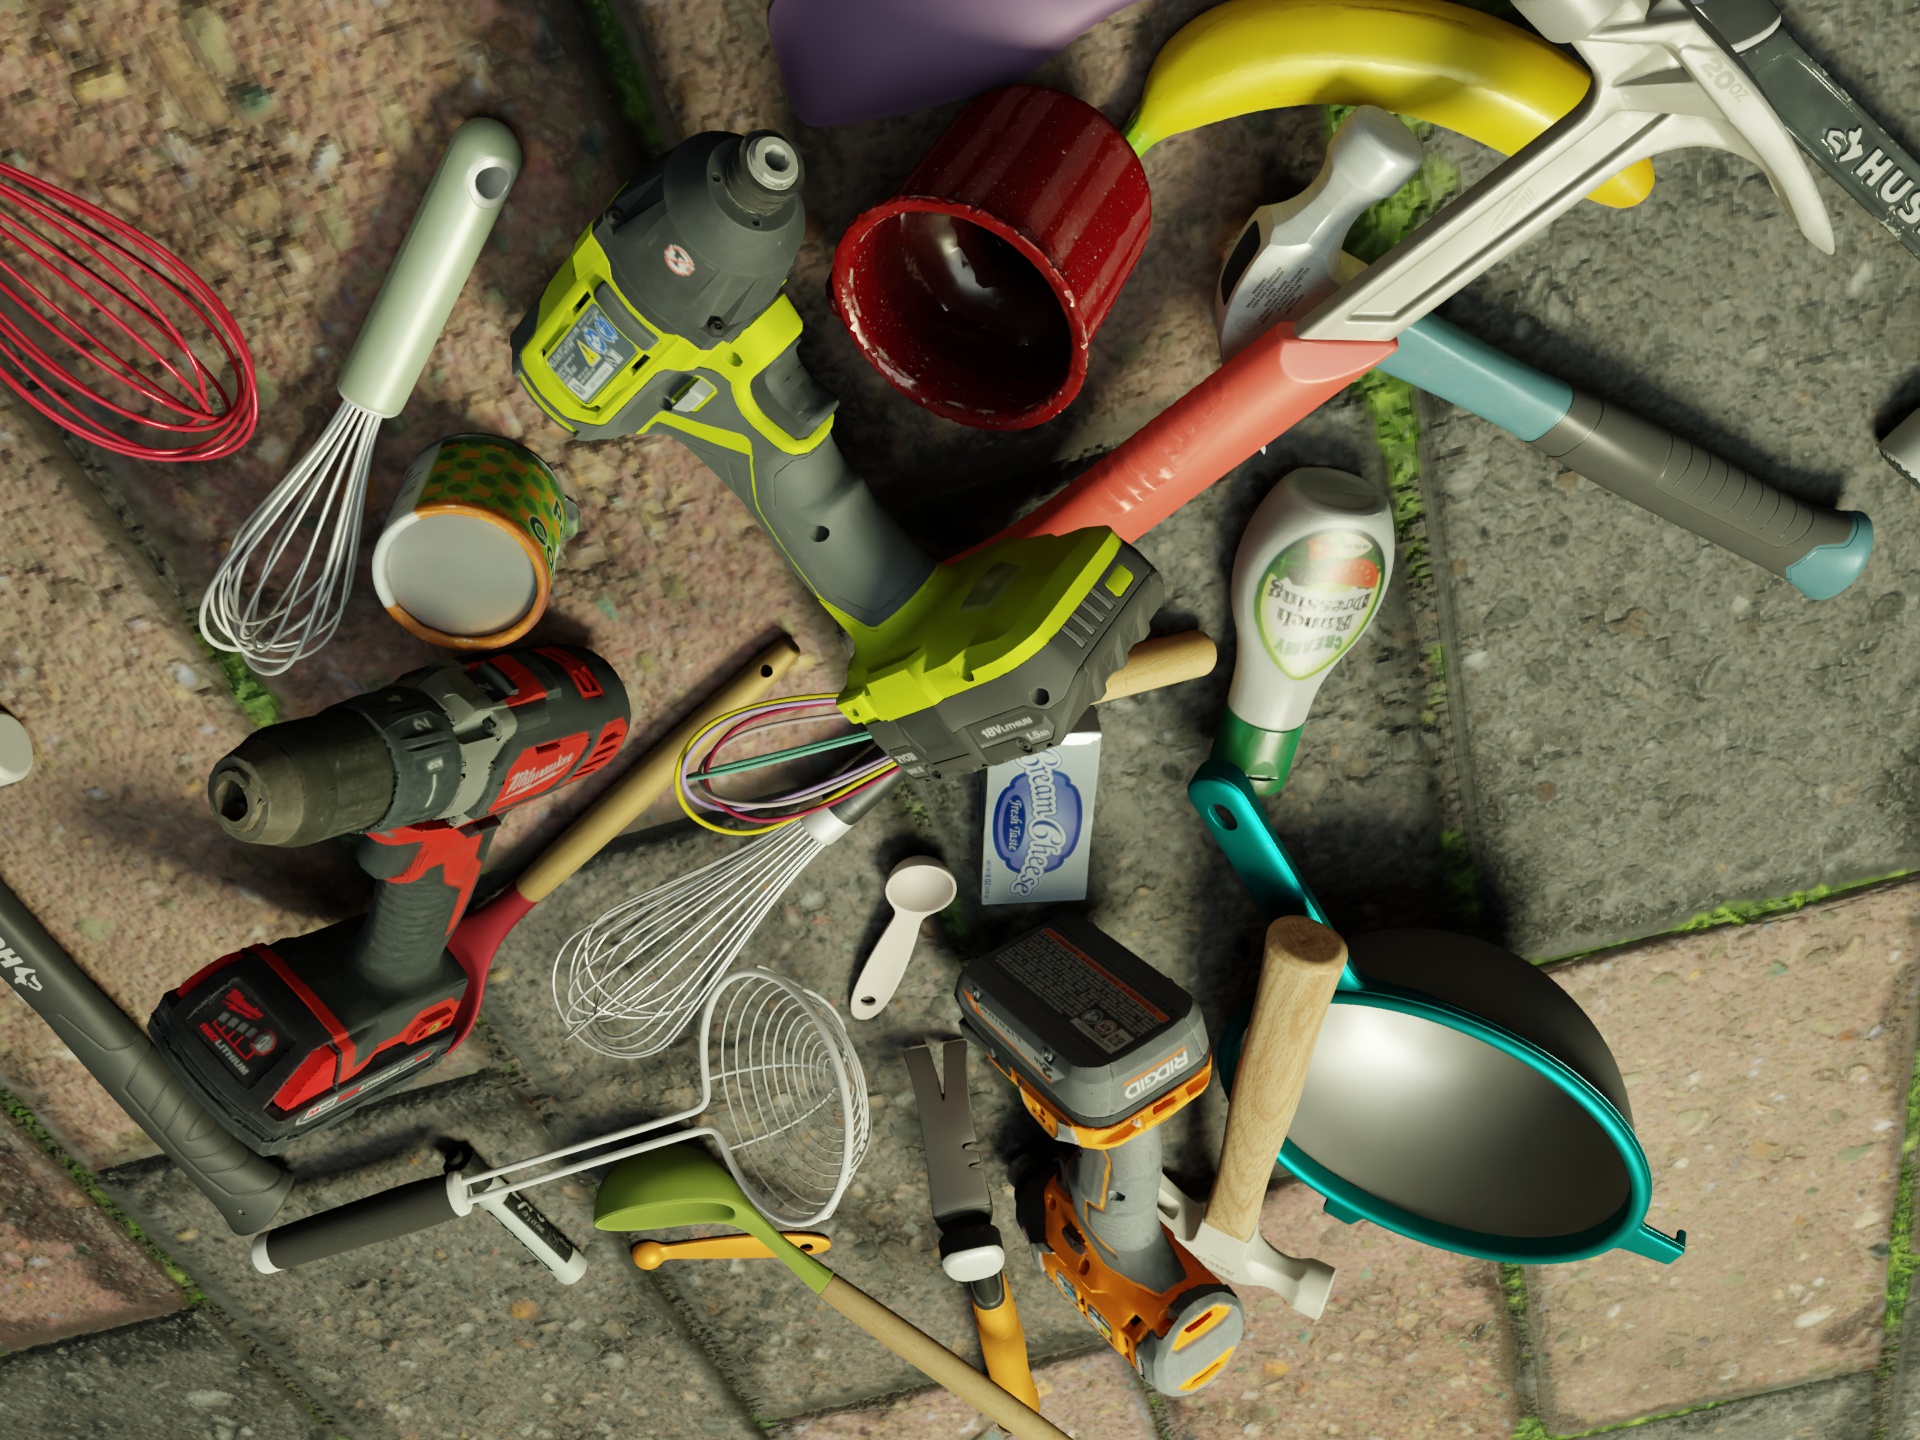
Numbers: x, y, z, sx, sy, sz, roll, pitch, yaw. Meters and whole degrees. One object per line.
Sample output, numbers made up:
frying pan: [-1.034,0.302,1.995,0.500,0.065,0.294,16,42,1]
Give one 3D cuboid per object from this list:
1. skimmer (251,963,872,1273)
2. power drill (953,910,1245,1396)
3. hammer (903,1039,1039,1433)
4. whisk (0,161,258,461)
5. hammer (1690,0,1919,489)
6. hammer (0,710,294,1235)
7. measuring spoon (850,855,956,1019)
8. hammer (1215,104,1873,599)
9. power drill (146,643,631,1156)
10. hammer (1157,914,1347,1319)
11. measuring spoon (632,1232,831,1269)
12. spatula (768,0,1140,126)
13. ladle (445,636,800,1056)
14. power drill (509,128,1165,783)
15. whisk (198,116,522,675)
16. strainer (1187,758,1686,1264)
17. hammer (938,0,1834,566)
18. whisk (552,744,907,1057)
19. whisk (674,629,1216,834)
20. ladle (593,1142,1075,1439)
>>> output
skimmer: [-0.213,0.225,0.800,0.363,0.127,0.090,-19,170,9]
power drill: [0.064,0.214,0.809,0.084,0.164,0.226,-26,123,-24]
hammer: [0.014,0.323,0.919,0.034,0.127,0.336,-11,136,-2]
whisk: [-0.360,-0.193,0.521,0.073,0.073,0.295,-40,113,21]
hammer: [0.291,-0.236,0.564,0.408,0.036,0.149,29,117,-23]
hammer: [-0.431,0.144,0.771,0.146,0.035,0.334,-16,126,6]
measuring spoon: [-0.034,0.108,0.798,0.034,0.018,0.124,12,131,-14]
hammer: [0.243,-0.118,0.630,0.330,0.033,0.128,19,140,-23]
power drill: [-0.244,0.069,0.641,0.080,0.188,0.226,41,114,12]
hammer: [0.148,0.203,0.805,0.130,0.031,0.331,20,142,18]
measuring spoon: [-0.134,0.314,0.936,0.117,0.011,0.021,-2,126,-4]
spatula: [0.089,-0.253,0.518,0.316,0.018,0.059,-8,125,12]
ladle: [-0.186,0.063,0.740,0.315,0.031,0.069,-40,103,19]
power drill: [-0.042,-0.087,0.546,0.223,0.080,0.171,46,151,-16]
whisk: [-0.226,-0.116,0.598,0.057,0.059,0.246,1,132,-53]
strainer: [0.211,0.125,0.775,0.211,0.095,0.340,-9,125,44]
hammer: [0.114,-0.113,0.580,0.149,0.037,0.359,28,134,-32]
whisk: [-0.084,0.065,0.735,0.284,0.070,0.070,-40,120,16]
whisk: [-0.001,0.000,0.665,0.245,0.047,0.051,-14,171,-21]
ladle: [-0.058,0.333,0.869,0.320,0.062,0.078,36,145,-3]
